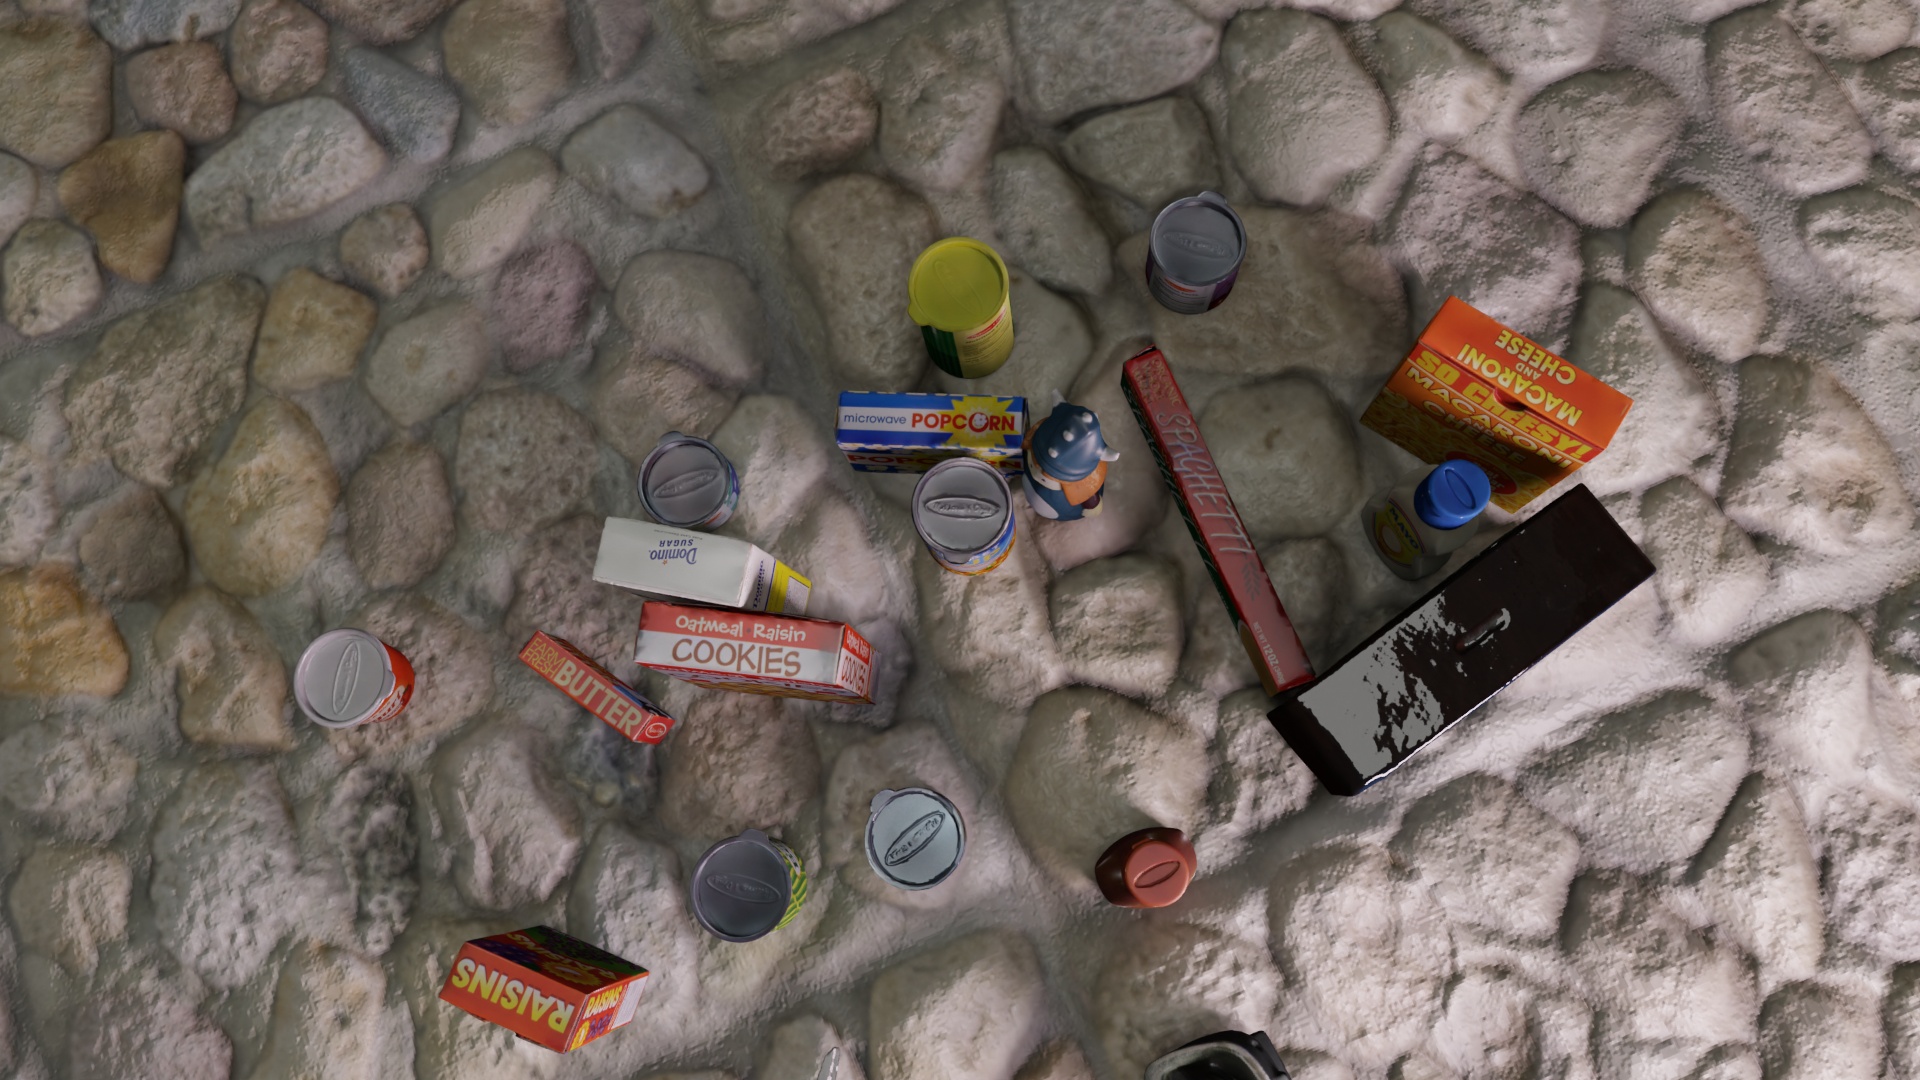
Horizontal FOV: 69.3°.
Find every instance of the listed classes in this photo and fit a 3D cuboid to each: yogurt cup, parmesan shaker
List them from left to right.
[{"bbox_3d":[-0.414,0.097,0.958,0.072,0.054,0.072,-1,78,4],"label":"yogurt cup"},{"bbox_3d":[0.000,-0.156,0.957,0.071,0.103,0.071,-1,78,4],"label":"parmesan shaker"}]

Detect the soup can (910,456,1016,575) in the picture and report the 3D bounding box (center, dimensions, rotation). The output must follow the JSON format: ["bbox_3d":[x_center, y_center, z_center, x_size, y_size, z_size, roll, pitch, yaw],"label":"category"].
[{"bbox_3d":[0.003,-0.012,0.935,0.071,0.083,0.071,-1,78,4],"label":"soup can"}]

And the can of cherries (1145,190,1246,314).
[{"bbox_3d":[0.166,-0.202,0.977,0.071,0.058,0.071,-1,78,4],"label":"can of cherries"}]

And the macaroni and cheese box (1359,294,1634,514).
[{"bbox_3d":[0.333,-0.081,0.884,0.124,0.166,0.040,33,83,10],"label":"macaroni and cheese box"}]

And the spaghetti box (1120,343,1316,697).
[{"bbox_3d":[0.171,-0.014,0.941,0.029,0.050,0.250,-23,77,-1],"label":"spaghetti box"}]

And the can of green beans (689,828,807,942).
[{"bbox_3d":[-0.137,0.226,0.908,0.071,0.057,0.071,-1,78,4],"label":"can of green beans"}]

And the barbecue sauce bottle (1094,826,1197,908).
[{"bbox_3d":[0.115,0.200,0.849,0.065,0.148,0.044,-25,78,-1],"label":"barbecue sauce bottle"}]

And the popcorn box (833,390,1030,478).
[{"bbox_3d":[-0.017,-0.072,0.949,0.127,0.085,0.038,2,79,5],"label":"popcorn box"}]

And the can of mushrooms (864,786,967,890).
[{"bbox_3d":[-0.030,0.195,0.919,0.071,0.033,0.071,-1,78,4],"label":"can of mushrooms"}]

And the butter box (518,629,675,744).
[{"bbox_3d":[-0.247,0.101,0.945,0.103,0.053,0.024,34,83,10],"label":"butter box"}]

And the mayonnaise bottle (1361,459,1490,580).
[{"bbox_3d":[0.296,-0.016,0.882,0.041,0.148,0.065,-29,78,-2],"label":"mayonnaise bottle"}]

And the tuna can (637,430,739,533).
[{"bbox_3d":[-0.192,-0.040,0.982,0.071,0.032,0.071,-1,78,4],"label":"tuna can"}]

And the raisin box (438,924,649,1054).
[{"bbox_3d":[-0.258,0.279,0.872,0.086,0.123,0.040,21,81,8],"label":"raisin box"}]

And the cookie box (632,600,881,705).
[{"bbox_3d":[-0.122,0.074,0.883,0.123,0.167,0.040,5,79,5],"label":"cookie box"}]
